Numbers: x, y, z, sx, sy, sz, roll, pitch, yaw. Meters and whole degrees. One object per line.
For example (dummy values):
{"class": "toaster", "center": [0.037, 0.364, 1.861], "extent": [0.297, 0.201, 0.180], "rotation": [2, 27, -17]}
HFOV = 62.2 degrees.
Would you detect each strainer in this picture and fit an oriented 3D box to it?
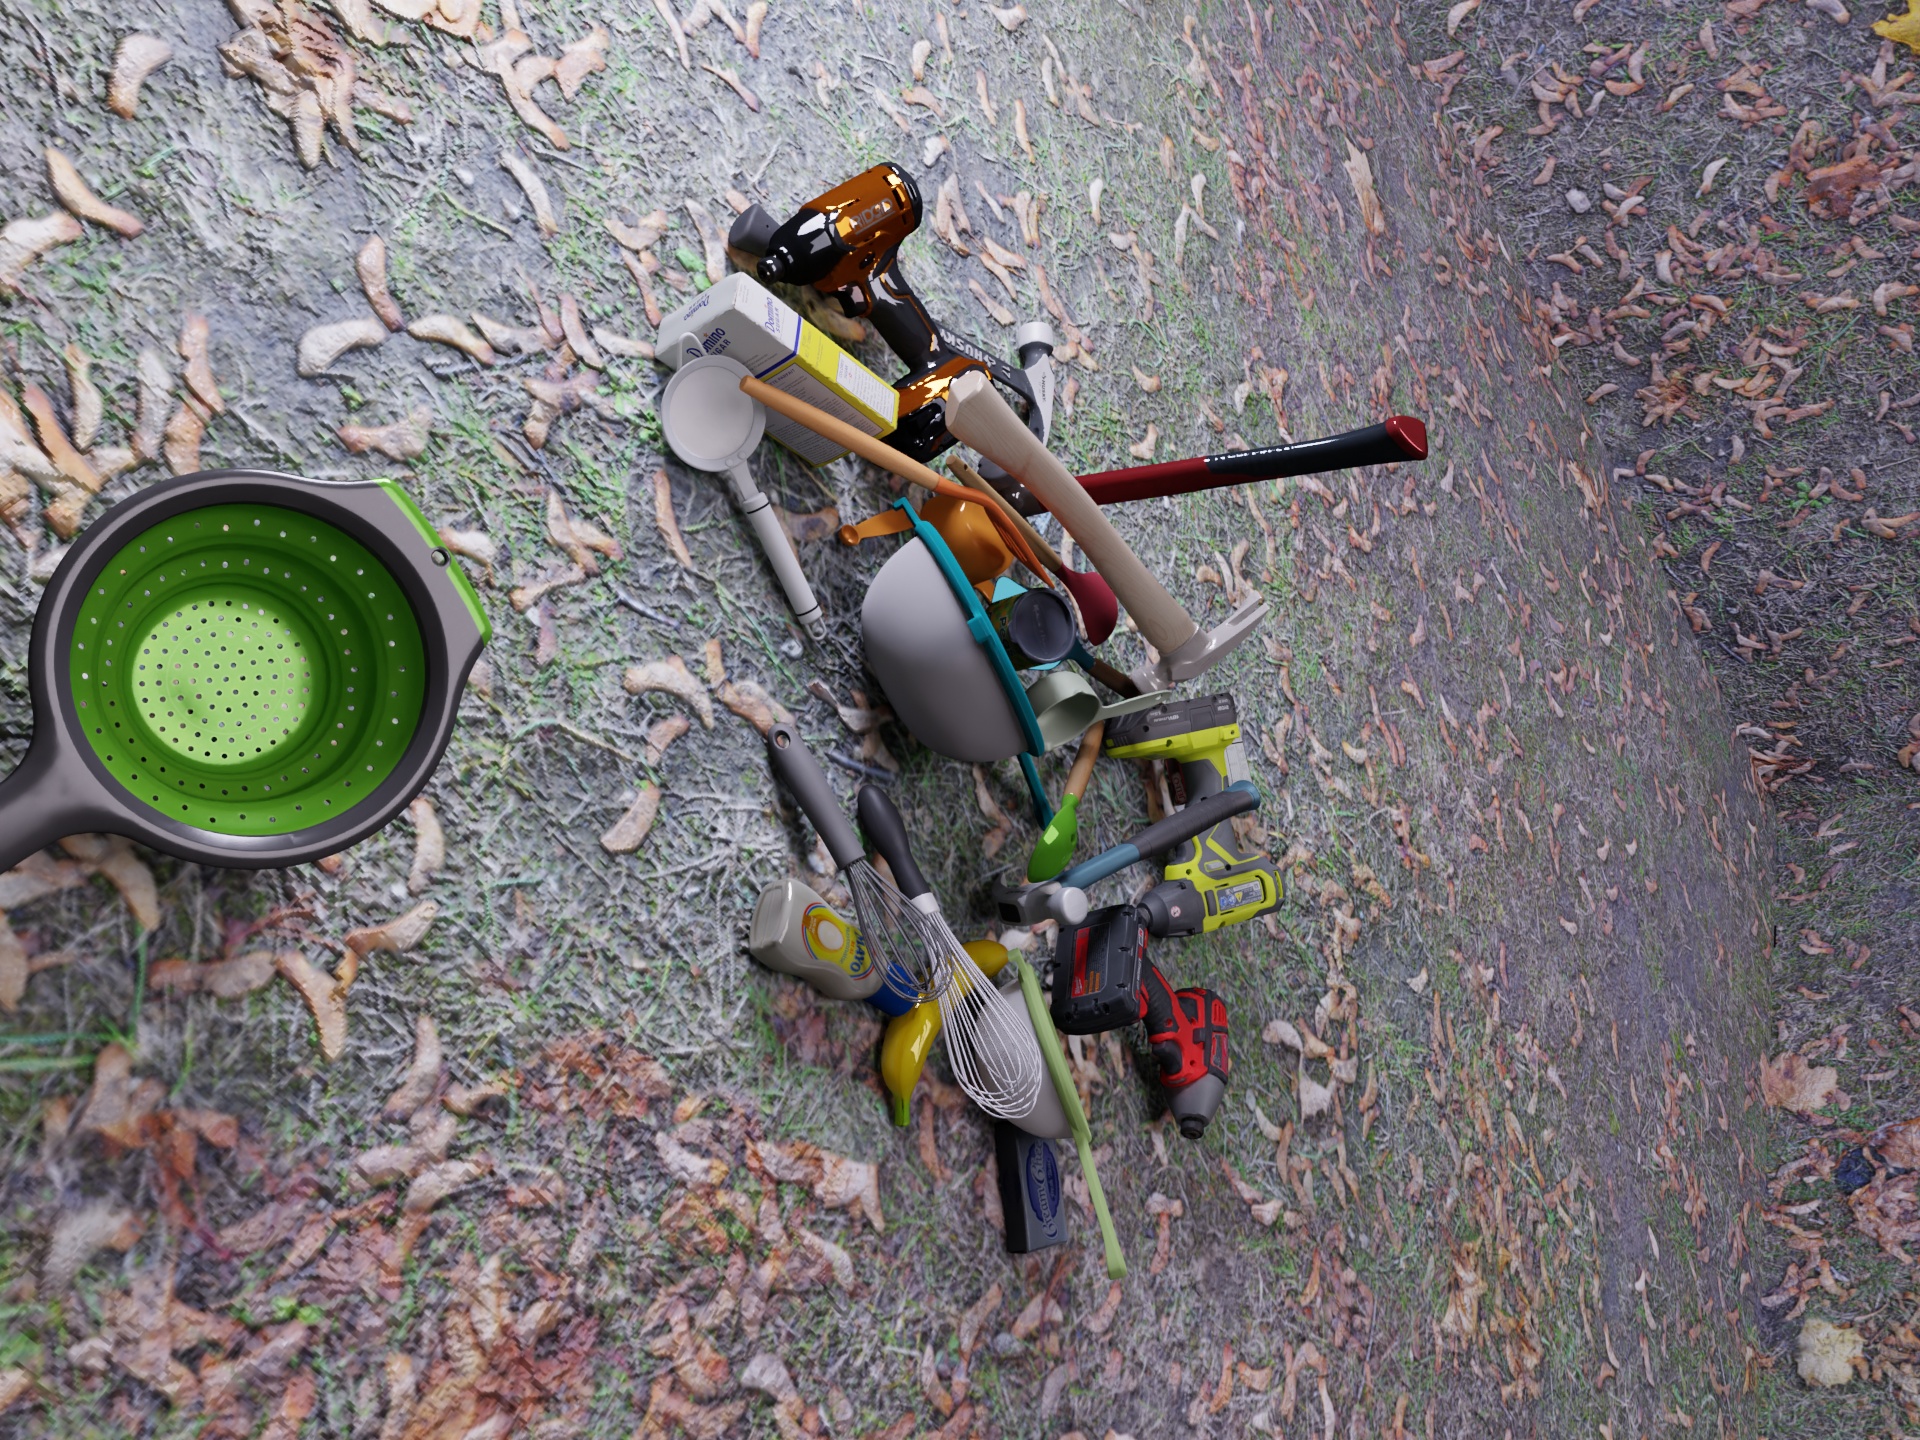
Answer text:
{"class": "strainer", "center": [-0.163, -0.174, 1.222], "extent": [0.087, 0.050, 0.258], "rotation": [-34, 112, -23]}
{"class": "strainer", "center": [-0.002, -0.004, 1.317], "extent": [0.211, 0.095, 0.340], "rotation": [60, -5, 46]}
{"class": "strainer", "center": [0.063, 0.318, 1.251], "extent": [0.151, 0.069, 0.257], "rotation": [70, 3, -57]}

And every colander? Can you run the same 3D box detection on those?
{"class": "colander", "center": [-0.432, 0.021, 0.799], "extent": [0.397, 0.094, 0.204], "rotation": [-40, 110, -30]}

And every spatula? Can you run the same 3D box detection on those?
{"class": "spatula", "center": [0.123, -0.049, 1.513], "extent": [0.317, 0.044, 0.082], "rotation": [27, 67, -56]}
{"class": "spatula", "center": [-0.045, -0.193, 1.278], "extent": [0.322, 0.041, 0.081], "rotation": [23, 15, -35]}

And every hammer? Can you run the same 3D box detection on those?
{"class": "hammer", "center": [0.158, 0.113, 1.404], "extent": [0.331, 0.128, 0.033], "rotation": [-20, 98, -41]}
{"class": "hammer", "center": [0.218, -0.210, 1.417], "extent": [0.143, 0.386, 0.038], "rotation": [54, 37, -52]}
{"class": "hammer", "center": [0.126, -0.168, 1.404], "extent": [0.410, 0.146, 0.038], "rotation": [43, 14, -40]}
{"class": "hammer", "center": [-0.047, -0.358, 1.434], "extent": [0.408, 0.036, 0.149], "rotation": [17, 66, -46]}

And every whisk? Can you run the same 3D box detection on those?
{"class": "whisk", "center": [-0.078, 0.103, 1.183], "extent": [0.055, 0.055, 0.239], "rotation": [-19, 75, -52]}
{"class": "whisk", "center": [-0.016, 0.172, 1.218], "extent": [0.070, 0.070, 0.285], "rotation": [-3, 60, -51]}

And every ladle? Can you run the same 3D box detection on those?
{"class": "ladle", "center": [0.072, -0.154, 1.438], "extent": [0.315, 0.031, 0.069], "rotation": [38, 54, -49]}

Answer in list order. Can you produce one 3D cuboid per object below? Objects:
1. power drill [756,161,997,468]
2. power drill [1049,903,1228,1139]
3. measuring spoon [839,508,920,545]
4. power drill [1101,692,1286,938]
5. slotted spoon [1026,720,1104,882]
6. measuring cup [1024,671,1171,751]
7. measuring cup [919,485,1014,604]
{"class": "power drill", "center": [-0.071, -0.328, 1.326], "extent": [0.164, 0.084, 0.226], "rotation": [-39, 116, -32]}
{"class": "power drill", "center": [0.172, 0.274, 1.435], "extent": [0.219, 0.078, 0.143], "rotation": [46, 38, -36]}
{"class": "measuring spoon", "center": [-0.069, -0.165, 1.359], "extent": [0.117, 0.011, 0.021], "rotation": [-28, 87, -55]}
{"class": "power drill", "center": [0.218, 0.094, 1.542], "extent": [0.171, 0.080, 0.223], "rotation": [-10, 87, -28]}
{"class": "slotted spoon", "center": [0.101, 0.059, 1.398], "extent": [0.314, 0.031, 0.070], "rotation": [-60, 169, -65]}
{"class": "measuring cup", "center": [0.122, -0.020, 1.462], "extent": [0.167, 0.083, 0.038], "rotation": [-13, 55, -33]}
{"class": "measuring cup", "center": [0.035, -0.136, 1.437], "extent": [0.173, 0.052, 0.095], "rotation": [51, 44, -24]}
